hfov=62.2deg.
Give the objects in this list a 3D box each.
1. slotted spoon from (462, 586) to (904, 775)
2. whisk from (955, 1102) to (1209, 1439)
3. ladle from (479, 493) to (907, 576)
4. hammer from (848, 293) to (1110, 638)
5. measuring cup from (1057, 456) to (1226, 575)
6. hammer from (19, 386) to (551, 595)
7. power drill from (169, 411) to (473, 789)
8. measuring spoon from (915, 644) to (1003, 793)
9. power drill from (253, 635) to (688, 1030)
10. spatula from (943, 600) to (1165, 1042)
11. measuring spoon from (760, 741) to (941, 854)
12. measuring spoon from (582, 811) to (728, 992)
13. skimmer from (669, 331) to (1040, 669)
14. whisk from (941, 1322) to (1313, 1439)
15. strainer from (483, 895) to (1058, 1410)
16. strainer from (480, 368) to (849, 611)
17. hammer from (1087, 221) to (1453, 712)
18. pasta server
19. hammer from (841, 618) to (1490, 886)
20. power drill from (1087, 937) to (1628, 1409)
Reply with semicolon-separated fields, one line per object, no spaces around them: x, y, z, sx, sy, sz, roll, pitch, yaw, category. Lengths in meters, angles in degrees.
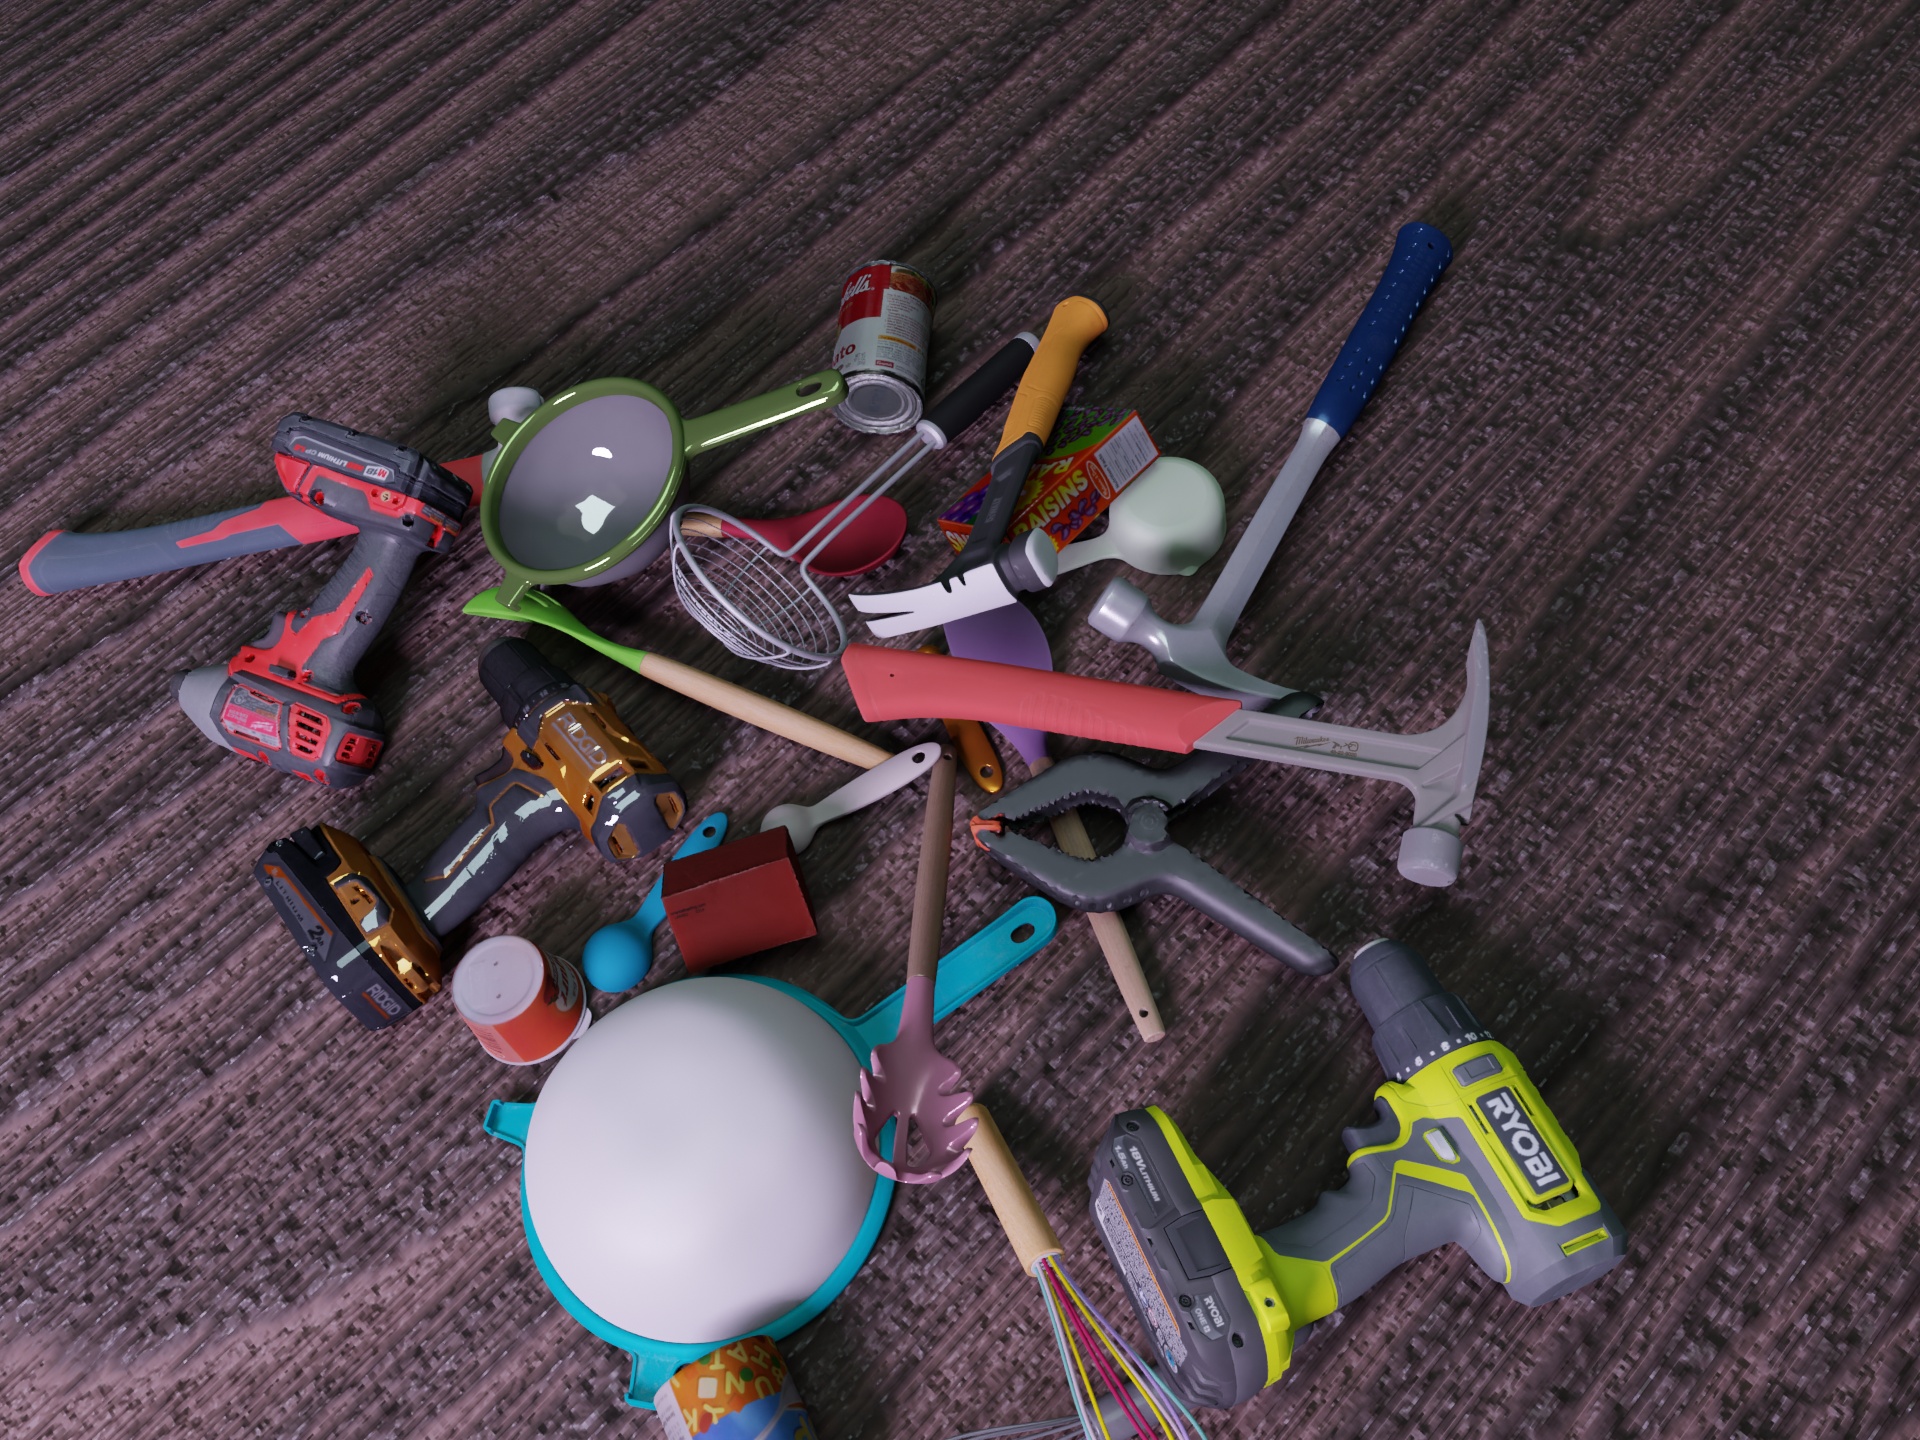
-0.176;-0.027;1.010;0.314;0.070;0.031;22;93;13;slotted spoon
0.053;0.279;0.773;0.051;0.047;0.245;-25;43;-8;whisk
-0.185;-0.134;1.082;0.315;0.031;0.069;7;58;14;ladle
0.035;-0.176;1.011;0.127;0.034;0.337;-15;35;31;hammer
0.091;-0.122;1.025;0.167;0.038;0.083;-17;60;-4;measuring cup
-0.467;-0.123;1.103;0.386;0.038;0.143;-11;75;7;hammer
-0.418;-0.077;1.030;0.143;0.078;0.220;18;84;13;power drill
-0.002;-0.003;0.988;0.021;0.011;0.117;-24;60;-5;measuring spoon
-0.304;0.055;0.966;0.226;0.084;0.185;-37;59;-17;power drill
0.059;0.046;0.948;0.060;0.018;0.316;-25;59;7;spatula
-0.068;0.043;0.957;0.124;0.018;0.034;-29;58;5;measuring spoon
-0.181;0.103;0.949;0.042;0.021;0.129;27;69;21;measuring spoon
-0.043;-0.162;1.002;0.127;0.090;0.363;43;58;-1;skimmer
0.066;0.342;0.769;0.239;0.055;0.055;-23;60;-10;whisk
-0.091;0.185;0.848;0.340;0.095;0.211;-34;62;-9;strainer
-0.181;-0.158;1.018;0.256;0.069;0.152;-18;60;13;strainer
0.232;-0.174;1.020;0.144;0.035;0.406;33;64;-1;hammer
-0.017;0.116;0.852;0.060;0.040;0.316;14;40;-7;pasta server
0.107;-0.011;0.893;0.359;0.036;0.149;10;67;15;hammer
0.183;0.217;0.786;0.228;0.080;0.191;-17;56;-15;power drill
